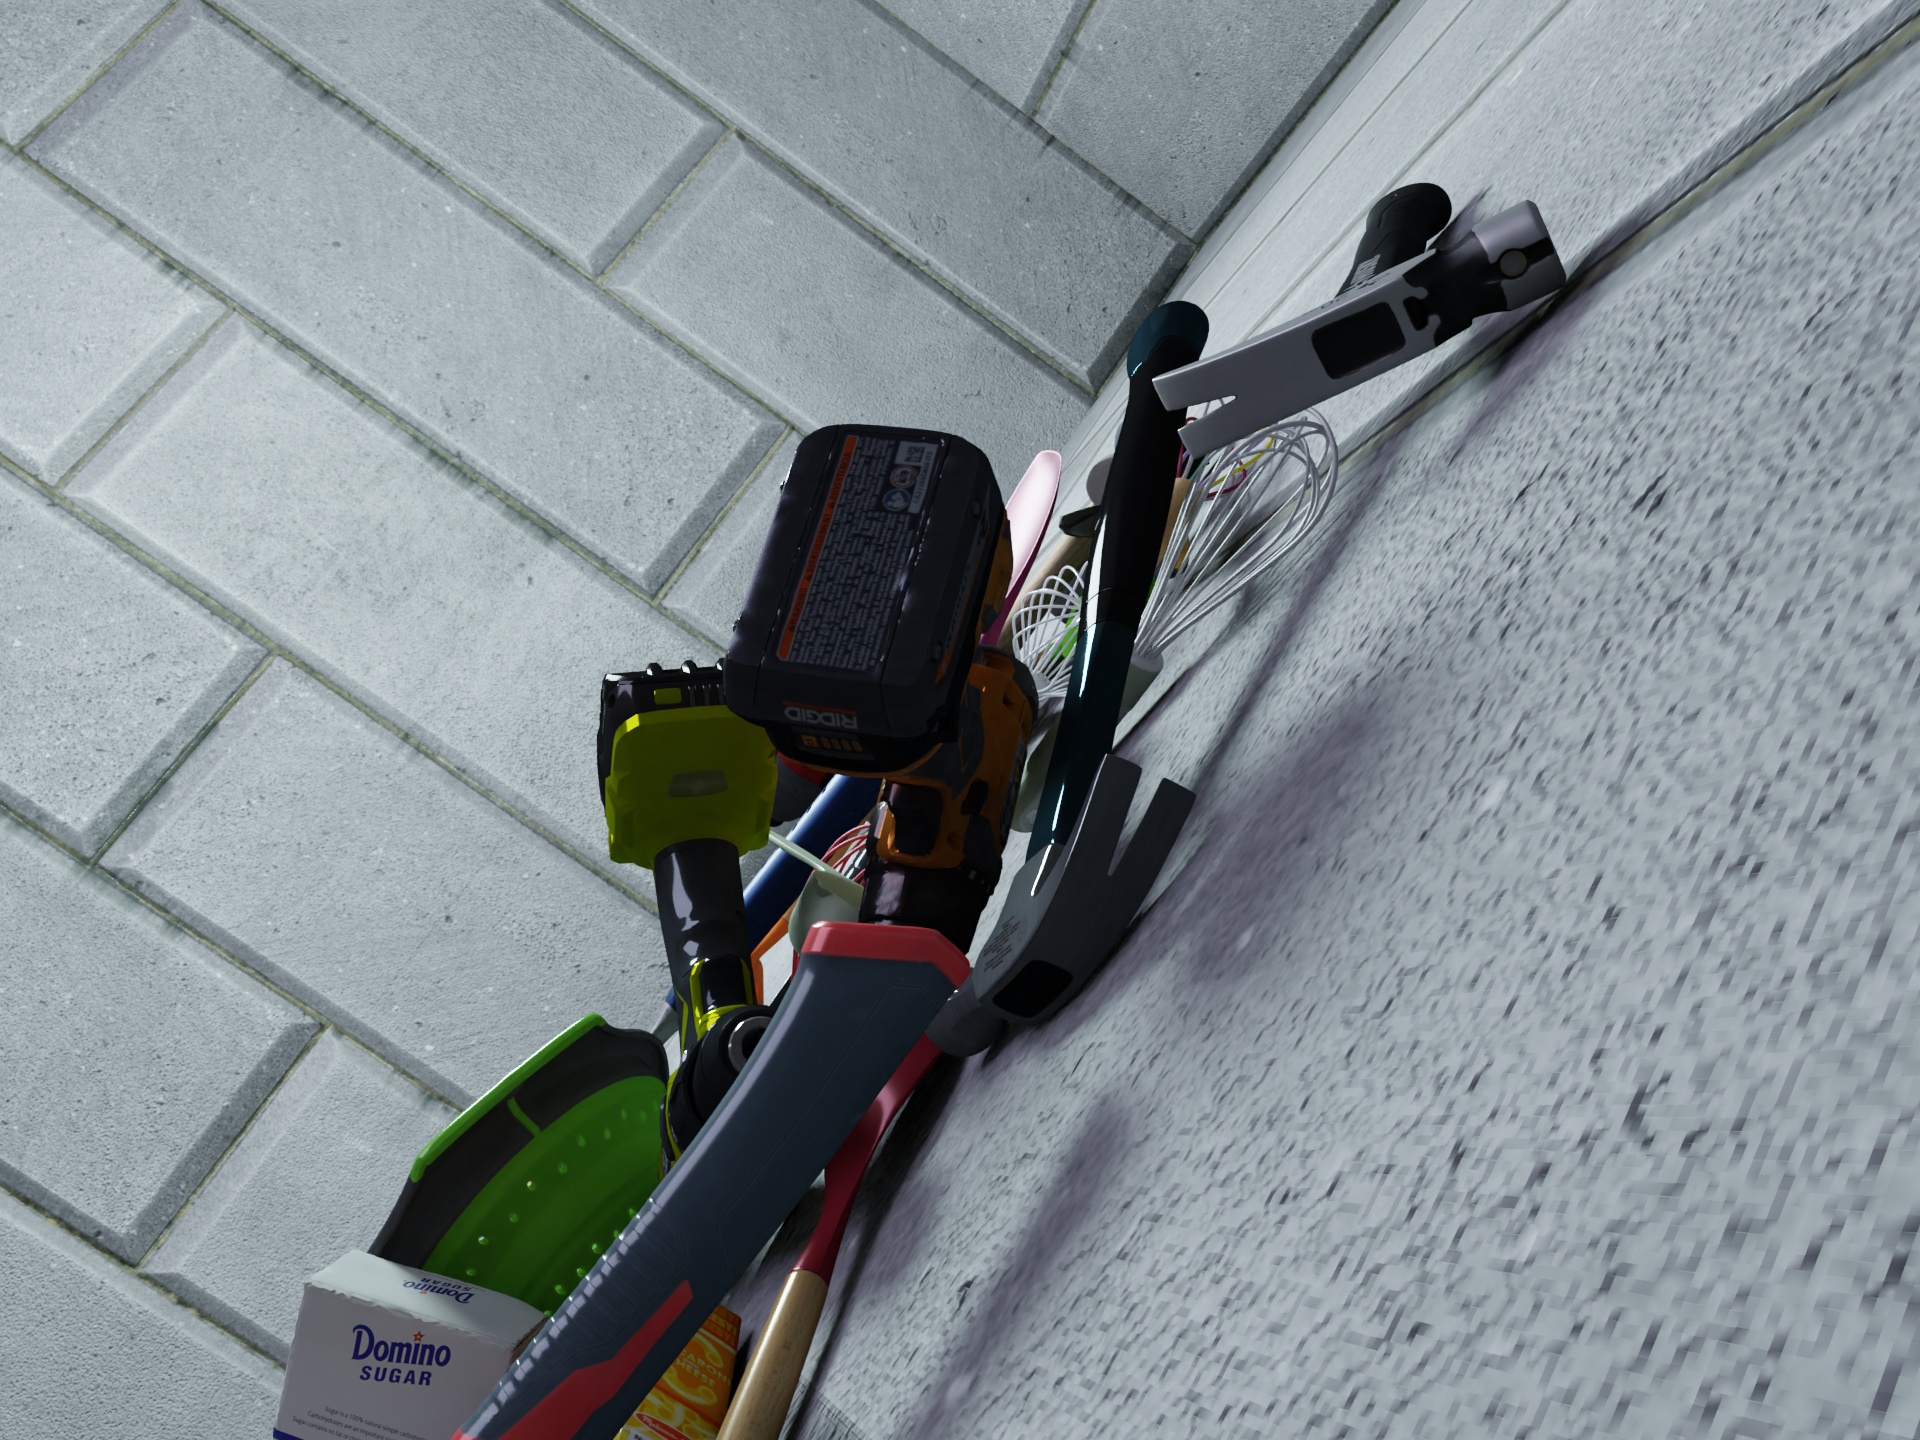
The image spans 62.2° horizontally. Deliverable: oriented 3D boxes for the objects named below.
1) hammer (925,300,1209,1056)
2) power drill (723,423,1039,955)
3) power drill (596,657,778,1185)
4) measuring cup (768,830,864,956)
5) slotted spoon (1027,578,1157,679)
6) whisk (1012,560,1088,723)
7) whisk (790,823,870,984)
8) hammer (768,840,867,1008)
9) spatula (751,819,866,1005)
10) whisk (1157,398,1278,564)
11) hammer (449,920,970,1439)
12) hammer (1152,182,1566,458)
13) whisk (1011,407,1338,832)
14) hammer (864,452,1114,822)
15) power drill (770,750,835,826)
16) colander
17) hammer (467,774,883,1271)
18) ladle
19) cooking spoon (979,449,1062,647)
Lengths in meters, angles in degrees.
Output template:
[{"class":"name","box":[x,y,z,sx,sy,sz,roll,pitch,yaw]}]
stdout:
[{"class":"hammer","box":[0.057,-0.040,0.611,0.128,0.033,0.331,-47,23,52]},{"class":"power drill","box":[-0.023,0.018,0.626,0.226,0.084,0.185,72,-151,-60]},{"class":"power drill","box":[-0.103,0.091,0.672,0.190,0.080,0.229,110,151,-58]},{"class":"measuring cup","box":[-0.071,0.091,0.778,0.168,0.083,0.038,27,89,49]},{"class":"slotted spoon","box":[0.054,-0.035,1.039,0.070,0.031,0.313,-51,2,-21]},{"class":"whisk","box":[0.045,-0.023,0.897,0.070,0.070,0.284,-56,0,-15]},{"class":"whisk","box":[-0.086,0.161,0.890,0.295,0.073,0.073,-59,2,31]},{"class":"hammer","box":[-0.111,0.168,1.091,0.409,0.036,0.149,-55,-5,-33]},{"class":"spatula","box":[-0.111,0.137,1.211,0.322,0.041,0.081,-56,0,25]},{"class":"whisk","box":[0.113,-0.117,0.801,0.051,0.047,0.245,-56,-3,32]},{"class":"hammer","box":[-0.115,0.219,0.430,0.386,0.143,0.038,-50,4,-13]},{"class":"hammer","box":[0.179,-0.194,0.692,0.146,0.035,0.335,-23,15,26]},{"class":"whisk","box":[0.083,-0.035,0.691,0.057,0.059,0.246,1,-44,-40]},{"class":"hammer","box":[0.028,-0.051,0.997,0.331,0.031,0.130,-52,-4,32]},{"class":"power drill","box":[-0.060,-0.020,1.042,0.143,0.078,0.220,-53,-1,32]},{"class":"colander","box":[-0.197,0.310,0.803,0.204,0.094,0.396,-40,-24,-40]},{"class":"hammer","box":[-0.160,0.164,0.855,0.405,0.035,0.144,-52,-19,-11]},{"class":"ladle","box":[-0.057,0.202,0.507,0.069,0.031,0.316,-52,7,33]},{"class":"cooking spoon","box":[-0.001,-0.003,0.912,0.319,0.017,0.069,-70,22,5]}]
